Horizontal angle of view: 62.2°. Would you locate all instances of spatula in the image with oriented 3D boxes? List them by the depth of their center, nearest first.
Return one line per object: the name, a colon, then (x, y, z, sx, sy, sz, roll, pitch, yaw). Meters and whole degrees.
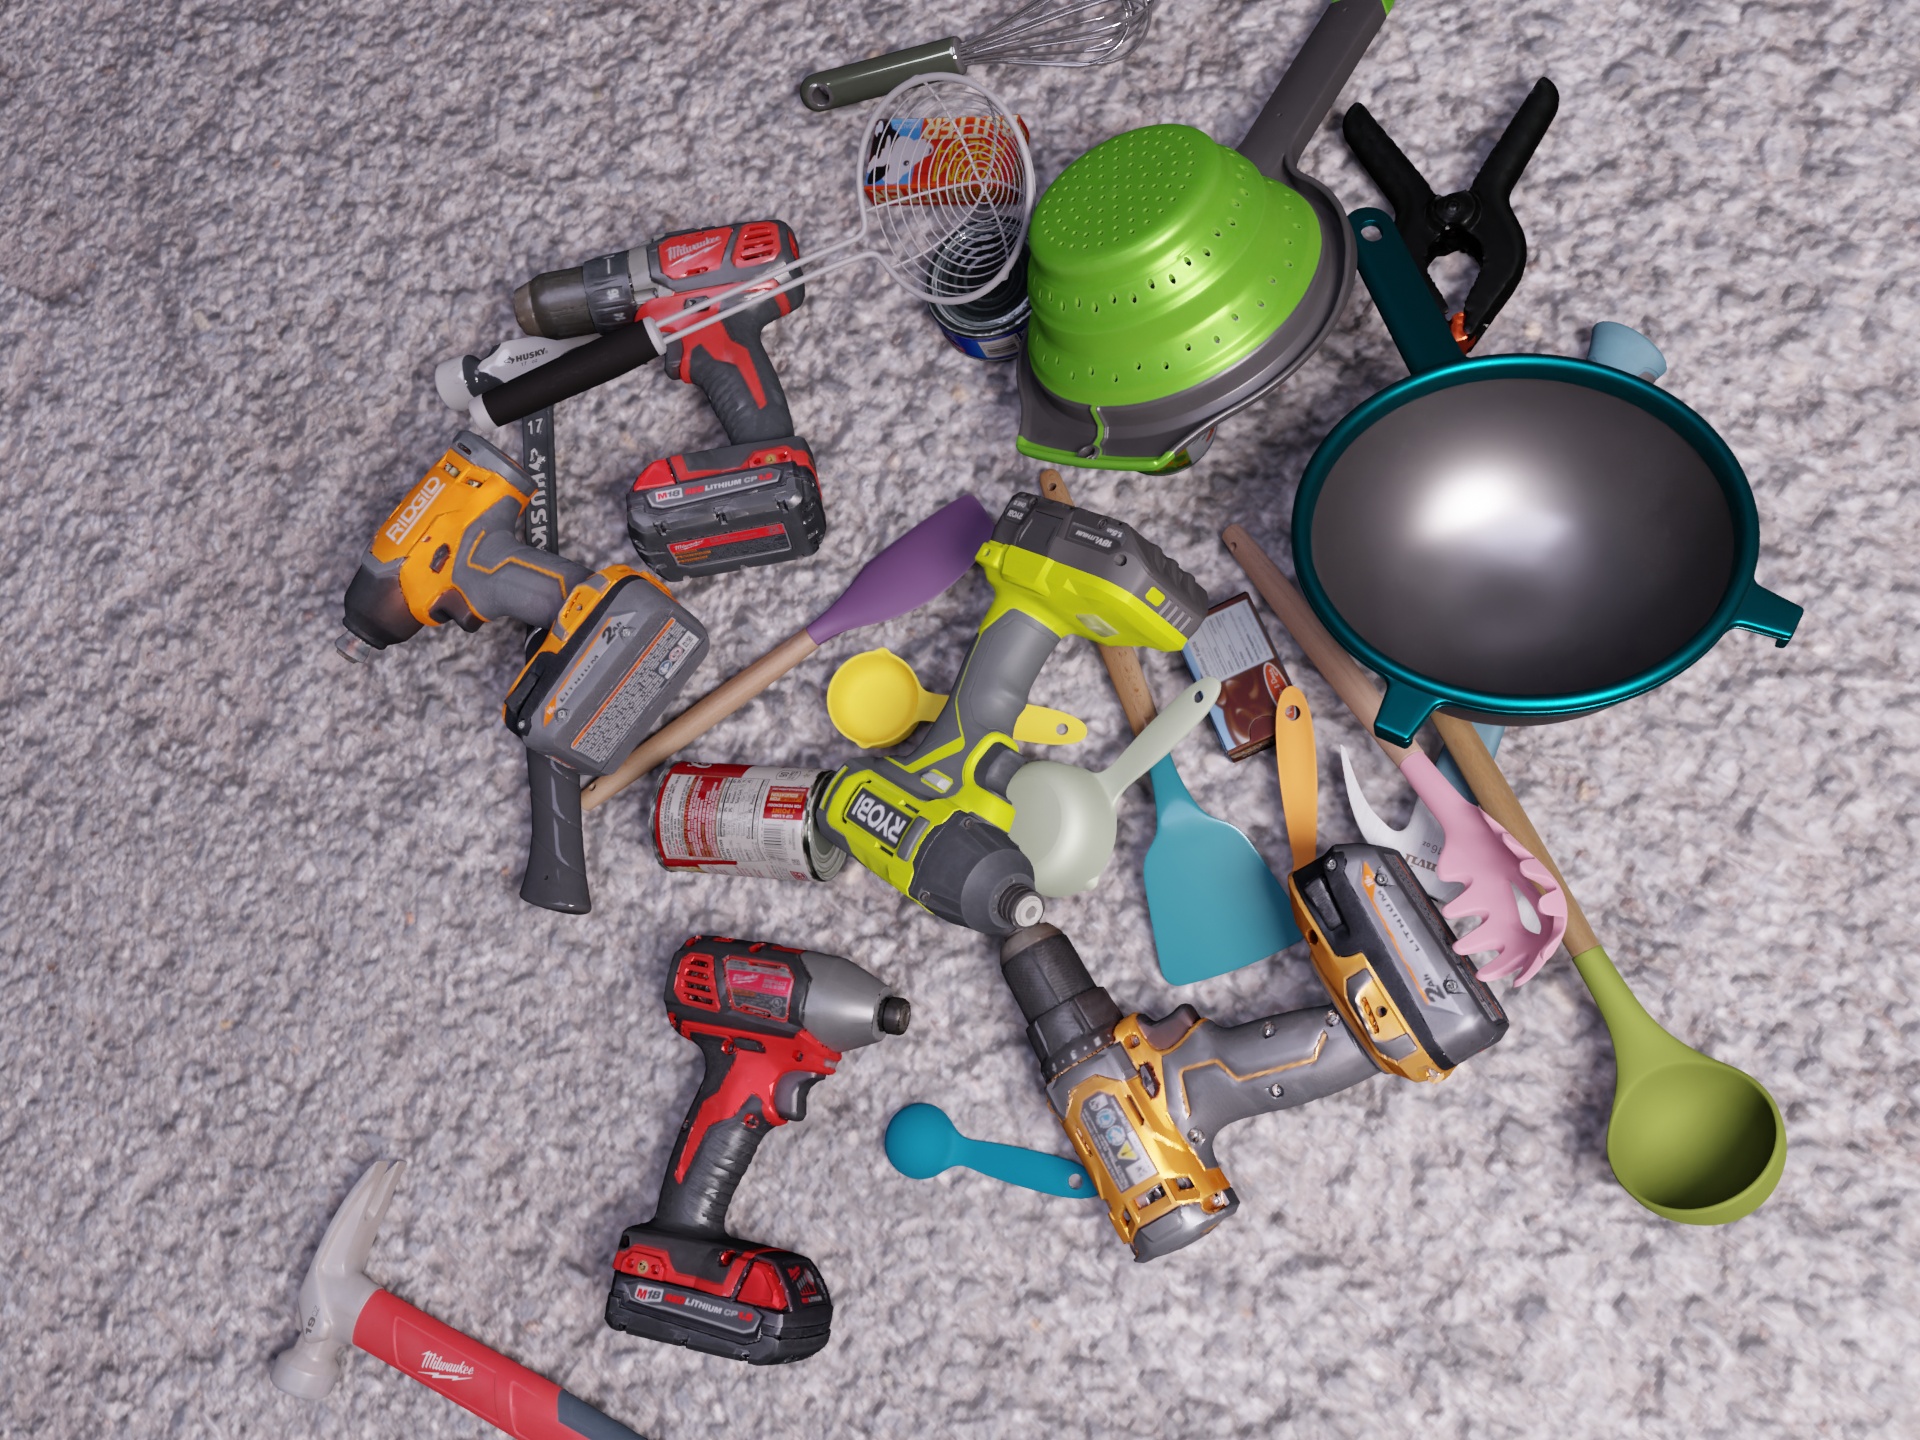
spatula: (0.101, -0.010, 0.914, 0.082, 0.044, 0.318, -23, 66, 12)
spatula: (-0.112, -0.036, 0.988, 0.316, 0.018, 0.060, -35, 51, 8)

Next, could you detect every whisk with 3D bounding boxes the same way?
whisk: (0.007, -0.439, 1.044, 0.246, 0.057, 0.059, -7, 40, 19)

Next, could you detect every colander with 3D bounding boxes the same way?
colander: (0.144, -0.321, 0.894, 0.205, 0.094, 0.397, 15, 66, 41)

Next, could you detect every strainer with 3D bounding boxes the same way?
strainer: (0.261, -0.126, 0.826, 0.211, 0.095, 0.341, -16, 56, 4)

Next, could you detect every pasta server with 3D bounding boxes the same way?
pasta server: (0.213, 0.002, 0.823, 0.317, 0.040, 0.060, 61, 141, 36)

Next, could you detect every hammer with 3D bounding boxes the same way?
hammer: (0.305, -0.060, 0.854, 0.128, 0.033, 0.331, 21, 83, 20)
hammer: (-0.219, 0.389, 0.907, 0.386, 0.038, 0.143, 18, 81, 21)
hammer: (-0.264, -0.073, 1.031, 0.149, 0.036, 0.409, -13, 70, 13)

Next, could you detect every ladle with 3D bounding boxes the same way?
ladle: (0.290, 0.088, 0.775, 0.078, 0.062, 0.320, -31, 69, 17)

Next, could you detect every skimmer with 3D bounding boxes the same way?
skimmer: (-0.130, -0.254, 0.927, 0.363, 0.090, 0.127, -23, 95, 4)

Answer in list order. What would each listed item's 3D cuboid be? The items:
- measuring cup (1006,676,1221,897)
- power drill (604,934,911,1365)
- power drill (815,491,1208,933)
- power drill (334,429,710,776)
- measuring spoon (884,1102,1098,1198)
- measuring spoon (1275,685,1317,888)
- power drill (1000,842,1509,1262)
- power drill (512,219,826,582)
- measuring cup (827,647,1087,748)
measuring cup: (0.075, 0.030, 0.873, 0.167, 0.038, 0.083, -46, 54, 24)
power drill: (-0.110, 0.236, 0.893, 0.143, 0.078, 0.220, 5, 75, 19)
power drill: (0.030, -0.001, 0.855, 0.171, 0.080, 0.223, 27, 86, 51)
power drill: (-0.280, -0.062, 0.973, 0.227, 0.084, 0.164, 36, 86, 27)
measuring spoon: (0.015, 0.242, 0.876, 0.129, 0.021, 0.042, 9, 79, 21)
measuring spoon: (0.183, 0.039, 0.863, 0.021, 0.011, 0.117, -5, 91, 5)
power drill: (0.137, 0.147, 0.821, 0.226, 0.084, 0.185, -36, 70, 18)
power drill: (-0.182, -0.208, 1.008, 0.188, 0.080, 0.227, -10, 71, 0)
measuring cup: (-0.002, -0.003, 0.948, 0.156, 0.029, 0.062, 9, 80, 8)
